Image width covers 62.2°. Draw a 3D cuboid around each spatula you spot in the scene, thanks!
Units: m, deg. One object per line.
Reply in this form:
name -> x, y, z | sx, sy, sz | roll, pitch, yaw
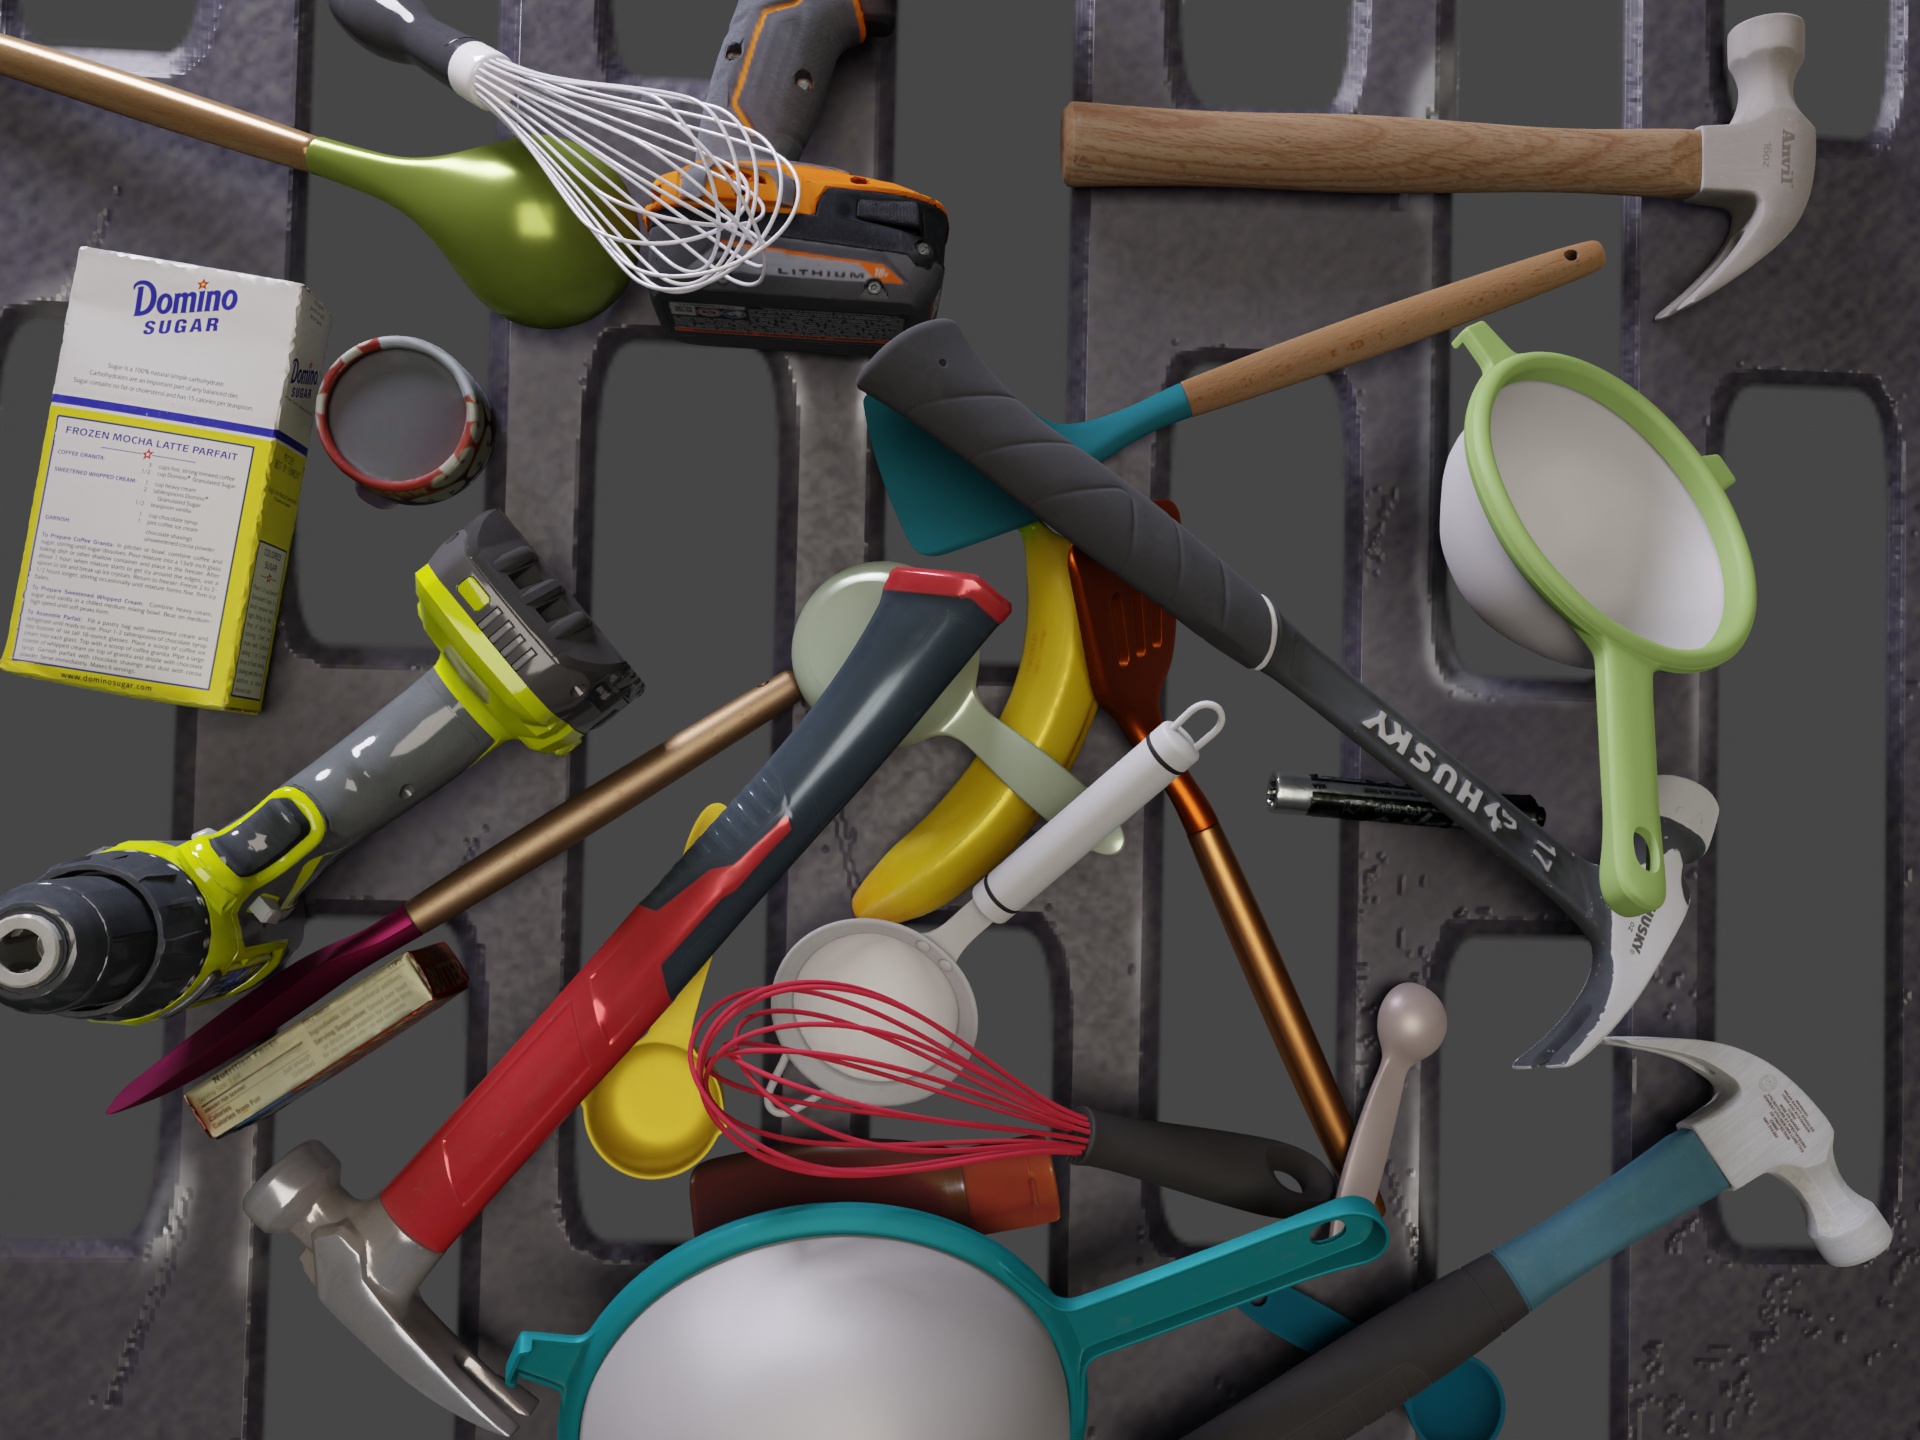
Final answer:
spatula -> 0.119, 0.066, 0.674 | 0.081, 0.041, 0.322 | -27, 94, -45
spatula -> 0.120, -0.148, 0.670 | 0.317, 0.044, 0.082 | -19, 69, 3

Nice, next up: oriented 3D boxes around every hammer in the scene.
hammer -> 0.209, -0.244, 0.696 | 0.331, 0.031, 0.130 | 0, 88, -3
hammer -> 0.130, -0.019, 0.631 | 0.408, 0.036, 0.149 | 36, 66, -10
hammer -> -0.107, 0.100, 0.624 | 0.143, 0.038, 0.386 | 42, 95, 3
hammer -> 0.219, 0.244, 0.666 | 0.331, 0.033, 0.128 | -30, 81, -6

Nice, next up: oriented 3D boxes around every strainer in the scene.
strainer -> 0.010, 0.075, 0.632 | 0.087, 0.050, 0.258 | 43, 116, -7
strainer -> 0.011, 0.272, 0.596 | 0.340, 0.095, 0.210 | -22, 111, 3
strainer -> 0.245, -0.031, 0.639 | 0.151, 0.069, 0.257 | 23, 56, -18

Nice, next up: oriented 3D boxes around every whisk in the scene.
whisk -> 0.030, 0.161, 0.629 | 0.295, 0.073, 0.073 | 18, 87, -23
whisk -> -0.164, -0.237, 0.609 | 0.285, 0.070, 0.070 | 37, 86, 29

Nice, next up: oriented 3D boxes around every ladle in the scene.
ladle -> -0.288, -0.241, 0.666 | 0.320, 0.062, 0.078 | 19, 96, 4

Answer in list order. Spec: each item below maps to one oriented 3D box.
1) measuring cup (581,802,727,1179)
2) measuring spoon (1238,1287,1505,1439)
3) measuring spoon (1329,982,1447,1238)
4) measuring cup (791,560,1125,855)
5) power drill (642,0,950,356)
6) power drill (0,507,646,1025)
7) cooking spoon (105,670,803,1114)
measuring cup -> -0.116, 0.112, 0.668 | 0.062, 0.029, 0.156 | 12, 85, -3
measuring spoon -> 0.172, 0.273, 0.689 | 0.128, 0.021, 0.042 | 27, 79, 7
measuring spoon -> 0.182, 0.172, 0.675 | 0.034, 0.018, 0.124 | 27, 75, -25
measuring cup -> -0.001, -0.002, 0.642 | 0.168, 0.038, 0.083 | 40, 92, 21
power drill -> -0.048, -0.272, 0.658 | 0.164, 0.084, 0.226 | 3, 84, -4
power drill -> -0.233, 0.026, 0.585 | 0.228, 0.190, 0.080 | -40, 91, -8
cooking spoon -> -0.201, 0.068, 0.654 | 0.319, 0.069, 0.017 | -33, 103, -9
